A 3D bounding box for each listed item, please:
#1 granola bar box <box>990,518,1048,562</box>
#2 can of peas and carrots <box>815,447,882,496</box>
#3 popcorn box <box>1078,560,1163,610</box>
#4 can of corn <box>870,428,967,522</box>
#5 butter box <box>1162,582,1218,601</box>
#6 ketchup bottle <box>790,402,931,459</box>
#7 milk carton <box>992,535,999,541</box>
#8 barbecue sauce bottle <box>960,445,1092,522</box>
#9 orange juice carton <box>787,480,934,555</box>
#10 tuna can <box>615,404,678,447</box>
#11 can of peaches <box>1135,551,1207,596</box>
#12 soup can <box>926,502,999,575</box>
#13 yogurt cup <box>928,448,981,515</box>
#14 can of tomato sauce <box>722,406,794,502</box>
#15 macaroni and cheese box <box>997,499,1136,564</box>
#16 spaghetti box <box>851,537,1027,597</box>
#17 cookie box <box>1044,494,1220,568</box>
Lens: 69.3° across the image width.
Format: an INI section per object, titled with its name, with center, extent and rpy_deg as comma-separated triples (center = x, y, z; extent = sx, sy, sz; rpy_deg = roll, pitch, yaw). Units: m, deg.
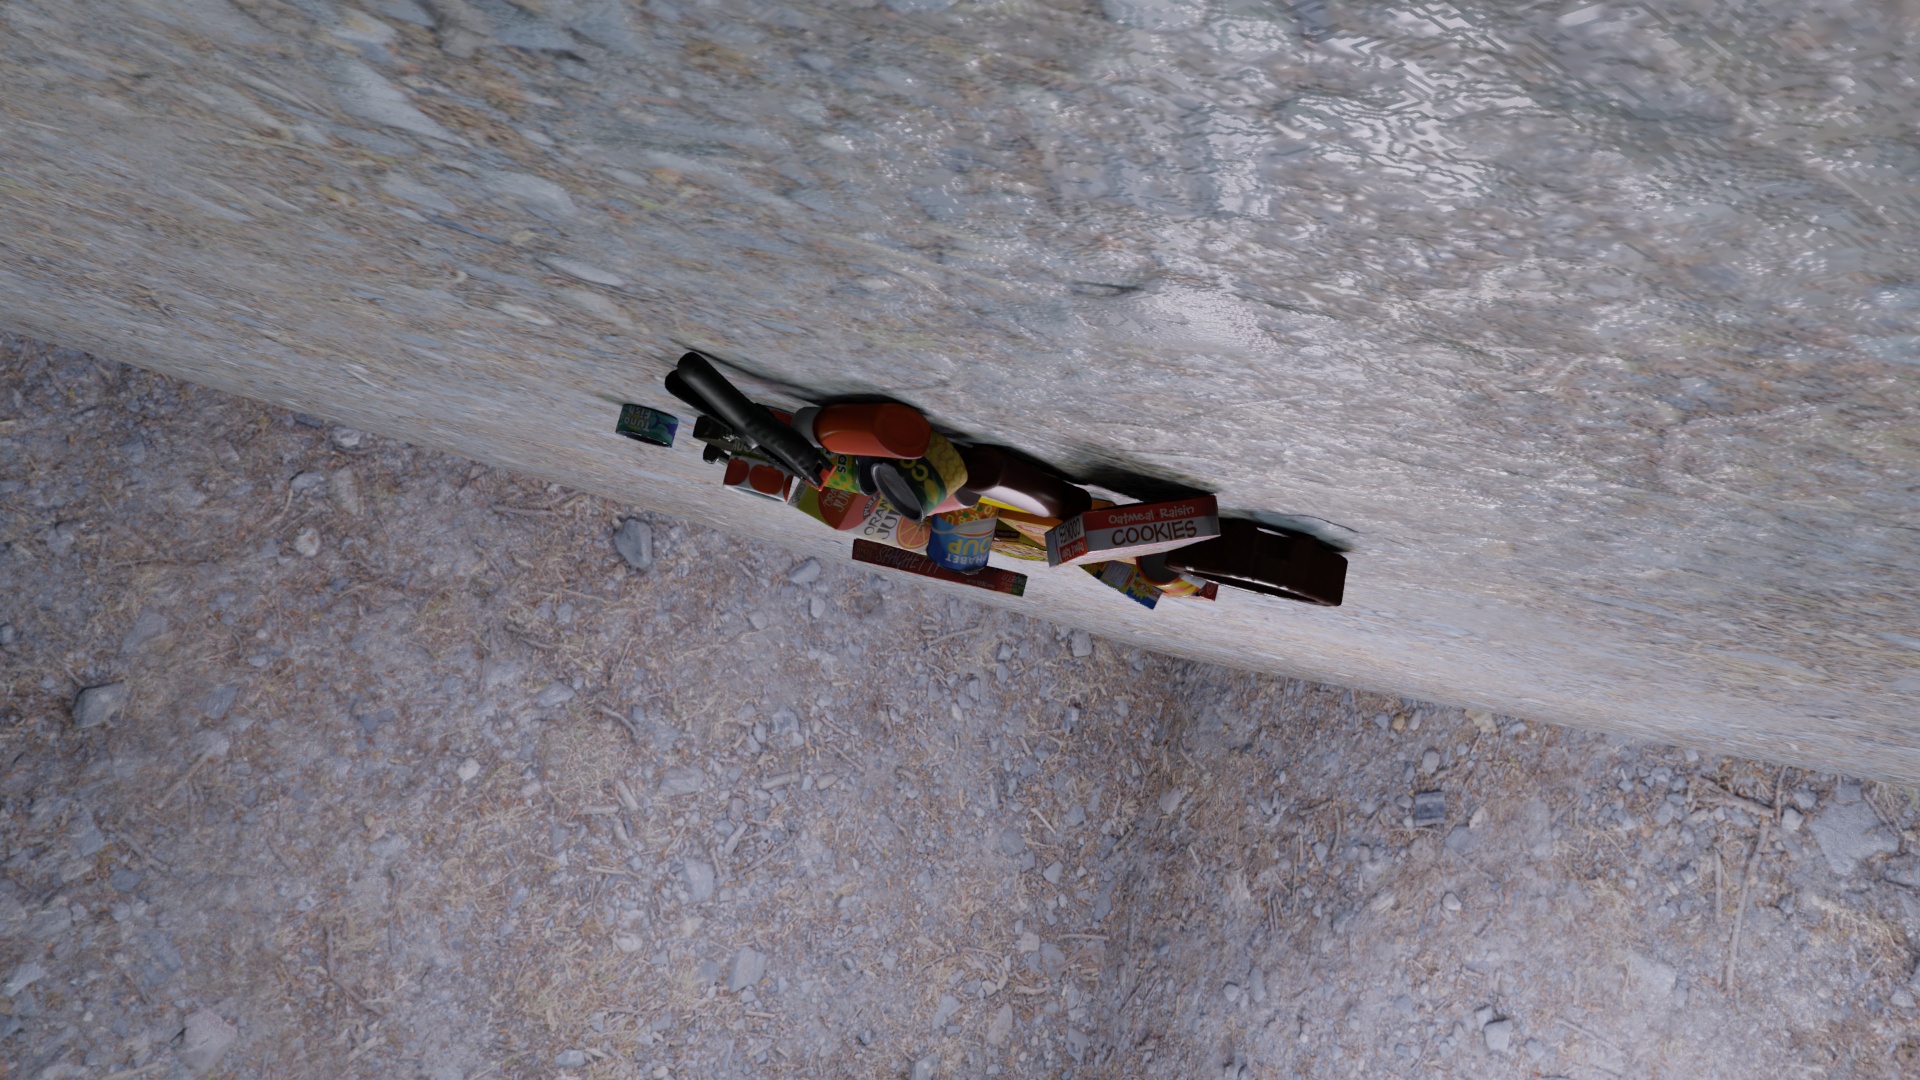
[granola bar box]
center = 0.079, -0.003, 1.758
extent = 0.124, 0.039, 0.165
rpy_deg = 17, 173, -31
[can of peas and carrots]
center = -0.106, -0.079, 1.296
extent = 0.059, 0.071, 0.071
rpy_deg = 12, 174, 22
[popcorn box]
center = 0.178, 0.031, 1.643
extent = 0.085, 0.038, 0.127
rpy_deg = 29, -176, -24
[can of corn]
center = -0.037, -0.061, 1.232
extent = 0.071, 0.058, 0.070
rpy_deg = 40, 157, 21
[butter box]
center = 0.274, 0.043, 1.664
extent = 0.024, 0.053, 0.103
rpy_deg = 19, 173, -24
[ketchup bottle]
center = -0.093, -0.097, 1.205
extent = 0.065, 0.043, 0.149
rpy_deg = 23, 170, -39
[milk carton]
center = -0.027, -0.025, 1.621
extent = 0.072, 0.073, 0.190
rpy_deg = 11, 174, 31
[barbecue sauce bottle]
center = 0.065, -0.049, 1.301
extent = 0.065, 0.043, 0.148
rpy_deg = 10, 174, 45
[orange juice carton]
center = -0.096, -0.048, 1.423
extent = 0.073, 0.071, 0.193
rpy_deg = 38, -168, 36
[tuna can]
center = -0.358, -0.130, 1.582
extent = 0.071, 0.033, 0.071
rpy_deg = 14, 175, 1
[can of peaches]
center = 0.229, 0.023, 1.502
extent = 0.071, 0.071, 0.058
rpy_deg = 10, 172, 34
[soup can]
center = 0.005, -0.018, 1.431
extent = 0.071, 0.083, 0.072
rpy_deg = 9, -150, -5
[yogurt cup]
center = -0.014, -0.058, 1.310
extent = 0.054, 0.072, 0.072
rpy_deg = -1, 167, 37
[can of tomato sauce]
center = -0.193, -0.085, 1.363
extent = 0.071, 0.083, 0.071
rpy_deg = 14, 174, 2
[macaroni and cheese box]
center = 0.124, -0.016, 1.501
extent = 0.124, 0.040, 0.166
rpy_deg = 11, 174, 23
[spaghetti box]
center = -0.030, 0.031, 1.658
extent = 0.250, 0.028, 0.050
rpy_deg = 11, 177, 42
[cookie box]
center = 0.155, -0.008, 1.286
extent = 0.123, 0.040, 0.167
rpy_deg = -8, 175, -9
